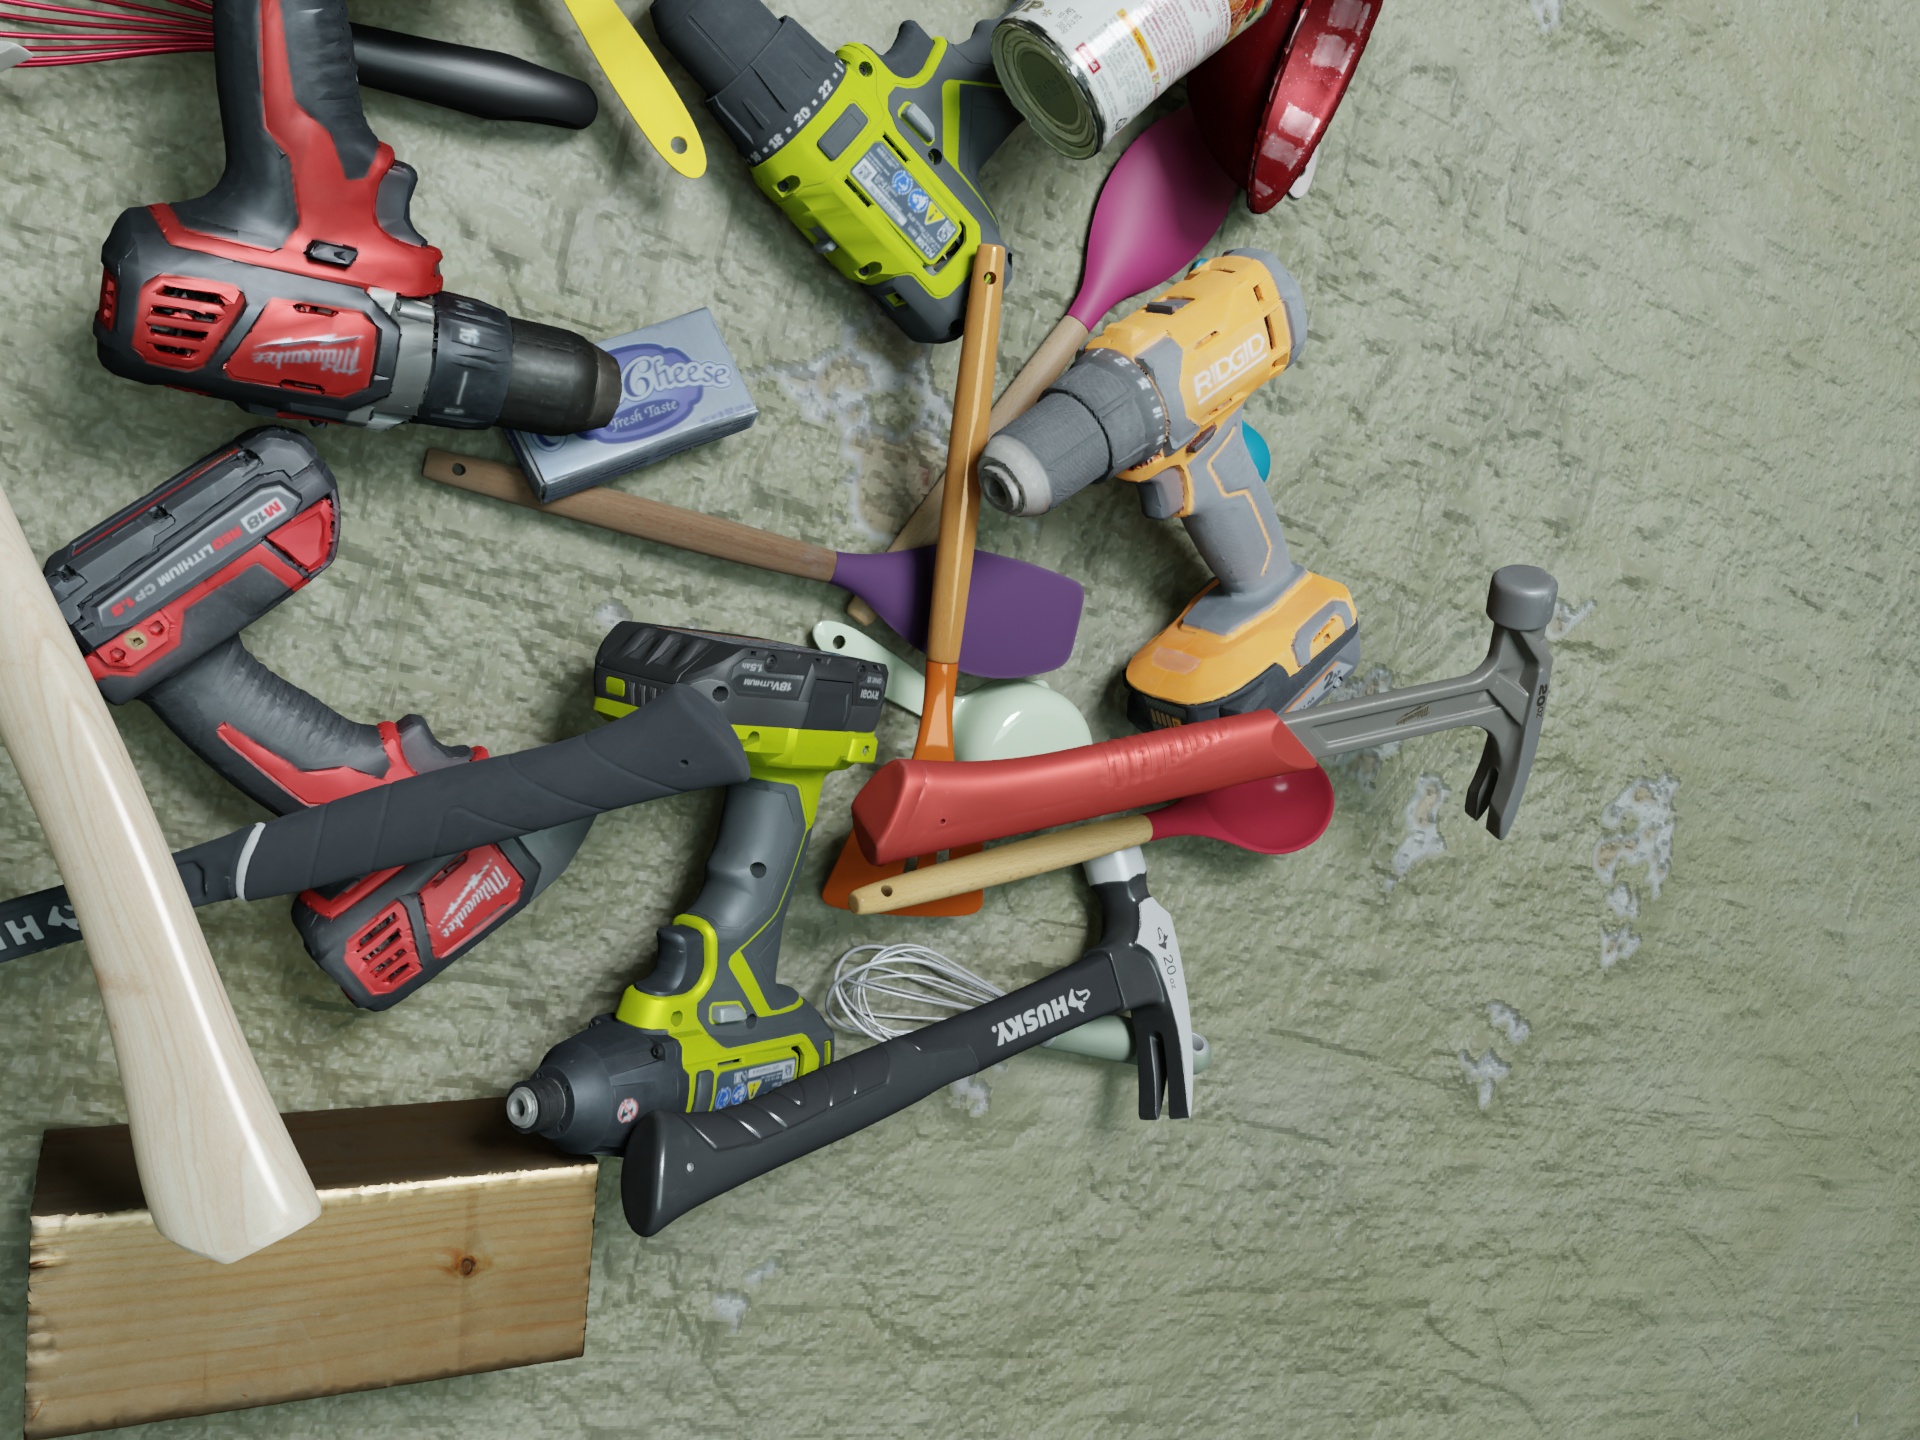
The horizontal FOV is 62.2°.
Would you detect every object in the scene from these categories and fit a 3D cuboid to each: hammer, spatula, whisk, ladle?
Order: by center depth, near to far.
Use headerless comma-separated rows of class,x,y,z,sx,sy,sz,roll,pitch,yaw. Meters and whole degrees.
hammer,-0.299,-0.022,0.521,0.146,0.038,0.410,-25,89,6
hammer,-0.279,0.063,0.584,0.409,0.036,0.149,-15,118,-6
whisk,-0.277,-0.259,0.587,0.295,0.073,0.073,2,98,-33
spatula,-0.083,-0.074,0.727,0.315,0.018,0.060,13,91,-24
hammer,-0.009,0.160,0.735,0.334,0.035,0.146,-14,87,-43
spatula,-0.008,-0.054,0.738,0.081,0.041,0.322,5,103,-11
hammer,0.124,0.023,0.753,0.359,0.037,0.149,-11,122,-19
ladle,0.075,0.060,0.801,0.315,0.031,0.069,-10,63,-38
whisk,0.038,0.159,0.833,0.246,0.058,0.059,17,125,-31

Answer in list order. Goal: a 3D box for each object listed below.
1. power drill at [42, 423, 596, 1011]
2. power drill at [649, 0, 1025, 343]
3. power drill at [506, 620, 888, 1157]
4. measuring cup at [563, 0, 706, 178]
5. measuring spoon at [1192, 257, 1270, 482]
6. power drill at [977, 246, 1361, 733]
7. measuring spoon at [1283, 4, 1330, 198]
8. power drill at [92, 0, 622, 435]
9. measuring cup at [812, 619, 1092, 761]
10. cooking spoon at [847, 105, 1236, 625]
power drill,-0.245,-0.002,0.640,0.143,0.079,0.219,-38,117,-15
power drill,-0.008,-0.311,0.705,0.190,0.080,0.228,43,82,-28
power drill,-0.112,0.075,0.692,0.171,0.080,0.223,4,97,-56
measuring cup,-0.155,-0.290,0.652,0.062,0.029,0.156,-40,109,-17
measuring spoon,0.141,-0.177,0.834,0.042,0.021,0.128,-20,109,-23
power drill,0.104,-0.087,0.767,0.185,0.084,0.226,-37,126,-26
measuring spoon,0.177,-0.338,0.832,0.034,0.018,0.124,-5,108,-15
power drill,-0.198,-0.214,0.576,0.187,0.080,0.226,5,109,-34
measuring cup,-0.001,-0.002,0.782,0.167,0.038,0.083,33,84,-30
cooking spoon,0.043,-0.175,0.786,0.068,0.017,0.319,42,80,-33
